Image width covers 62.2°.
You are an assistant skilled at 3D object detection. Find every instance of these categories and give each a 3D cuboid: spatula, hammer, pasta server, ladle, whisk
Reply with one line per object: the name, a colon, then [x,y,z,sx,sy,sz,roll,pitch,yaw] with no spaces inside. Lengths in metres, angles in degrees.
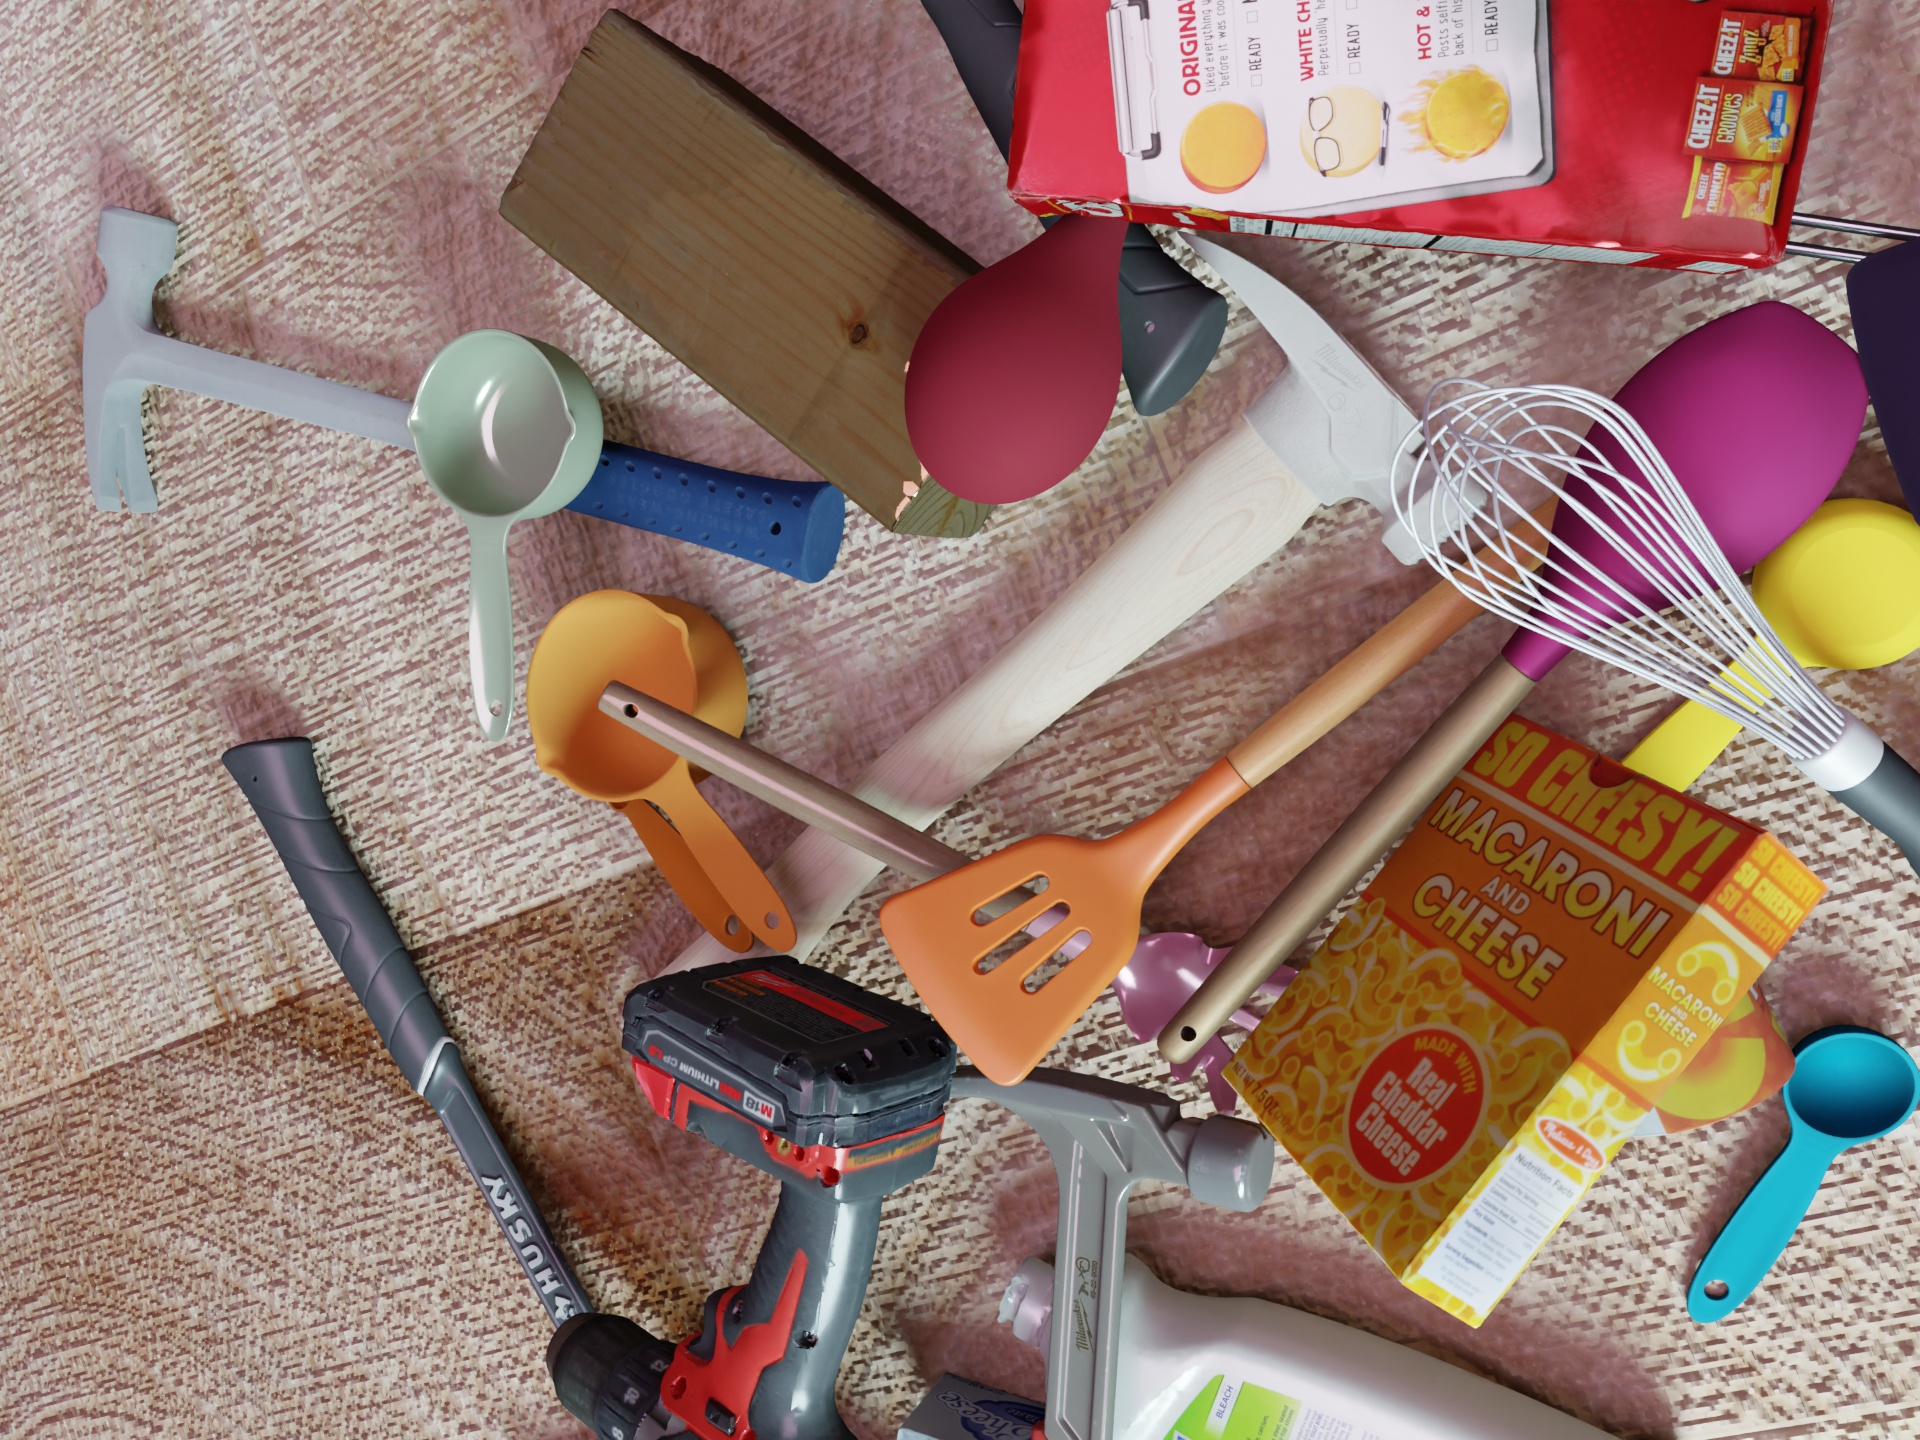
spatula: [0.116,0.003,0.559,0.322,0.041,0.081,-40,75,9]
hammer: [0.032,0.313,0.591,0.149,0.036,0.359,3,89,32]
hammer: [0.000,-0.258,0.587,0.146,0.035,0.335,-32,77,22]
hammer: [-0.001,-0.002,0.635,0.410,0.038,0.146,-43,79,20]
pasta server: [0.003,0.062,0.603,0.316,0.040,0.060,27,94,1]
spatula: [0.336,0.005,0.475,0.060,0.018,0.315,-11,107,46]
ladle: [0.075,-0.213,0.532,0.069,0.031,0.315,29,84,3]
hammer: [-0.241,0.183,0.752,0.149,0.036,0.409,-35,83,22]
whisk: [0.242,-0.010,0.480,0.284,0.070,0.070,34,109,-15]
hammer: [-0.240,-0.125,0.715,0.405,0.035,0.144,17,102,19]

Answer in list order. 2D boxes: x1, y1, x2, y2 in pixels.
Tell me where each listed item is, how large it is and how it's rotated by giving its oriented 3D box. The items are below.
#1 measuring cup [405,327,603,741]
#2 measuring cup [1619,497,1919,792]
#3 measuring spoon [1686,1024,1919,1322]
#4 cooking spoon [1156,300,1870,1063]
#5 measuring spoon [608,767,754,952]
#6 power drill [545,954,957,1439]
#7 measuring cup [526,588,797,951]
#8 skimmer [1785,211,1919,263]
measuring cup: [-0.184,-0.076,0.660,0.083,0.038,0.167,6,99,21]
measuring cup: [0.261,-0.008,0.534,0.062,0.029,0.156,43,107,12]
measuring spoon: [0.285,0.157,0.554,0.042,0.021,0.128,21,113,5]
cooking spoon: [0.167,0.002,0.527,0.069,0.017,0.319,41,110,9]
measuring spoon: [-0.119,0.060,0.682,0.117,0.011,0.021,44,108,34]
power drill: [-0.092,0.212,0.625,0.188,0.080,0.226,14,101,40]
measuring cup: [-0.109,0.022,0.665,0.095,0.052,0.174,-42,76,20]
skimmer: [0.243,-0.145,0.494,0.363,0.090,0.127,17,130,21]
